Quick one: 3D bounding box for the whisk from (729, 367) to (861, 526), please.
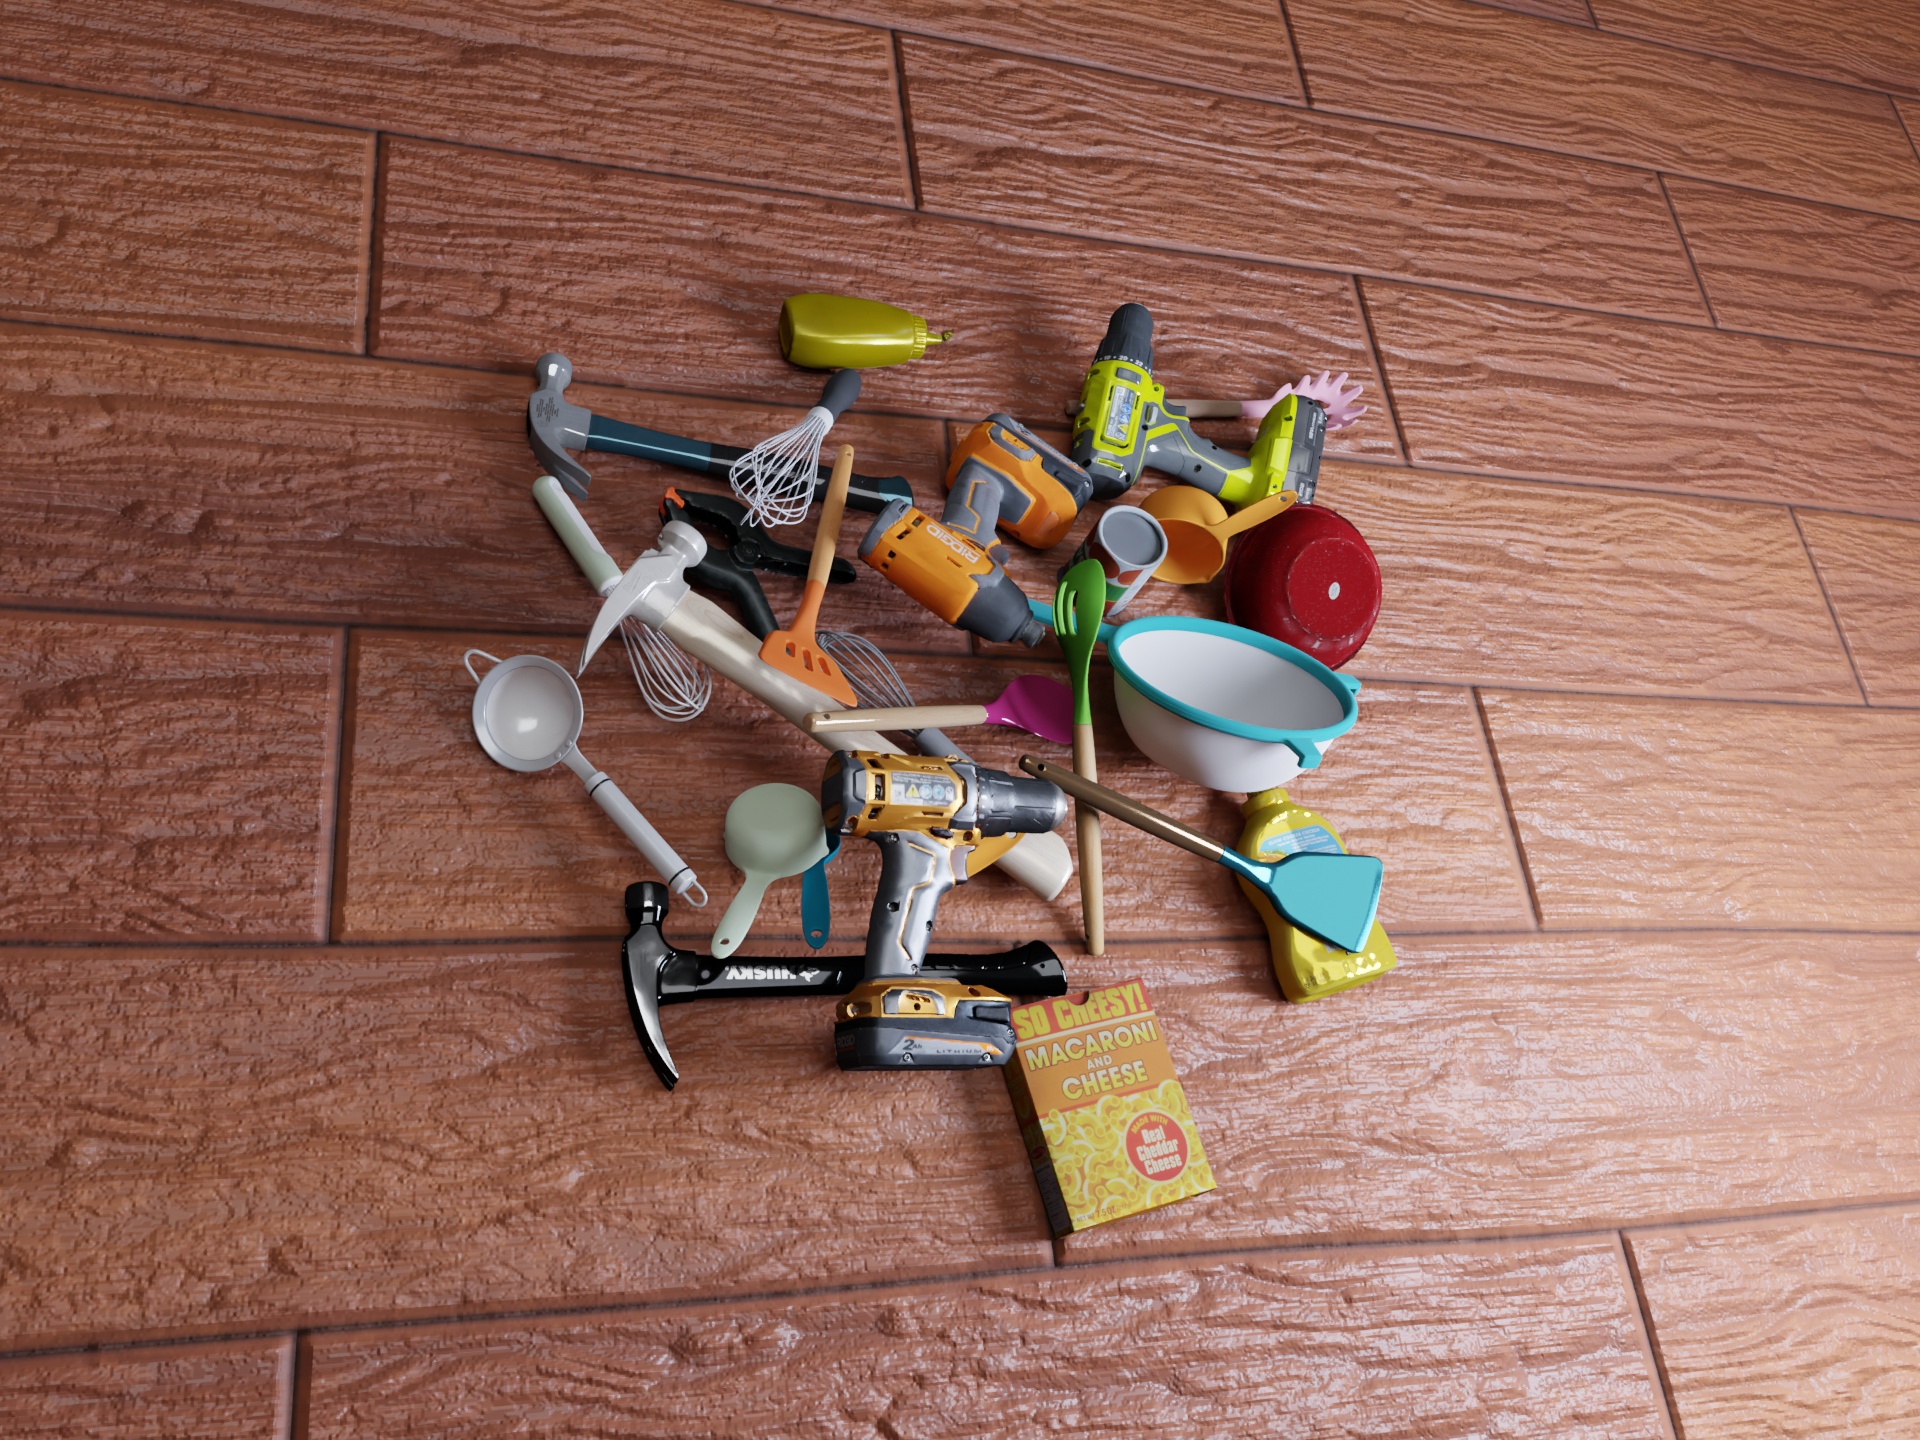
[{"bbox_3d":[-0.128,-0.236,1.326,0.070,0.070,0.285,28,34,-5],"label":"whisk"}]

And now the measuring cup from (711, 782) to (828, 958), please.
[{"bbox_3d":[-0.149,0.104,1.155,0.083,0.038,0.168,10,36,8],"label":"measuring cup"}]

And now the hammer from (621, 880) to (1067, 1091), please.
[{"bbox_3d":[-0.079,0.193,1.174,0.334,0.035,0.146,3,62,-19],"label":"hammer"}]

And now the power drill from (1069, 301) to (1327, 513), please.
[{"bbox_3d":[0.220,-0.278,1.488,0.228,0.080,0.191,17,72,-11],"label":"power drill"}]

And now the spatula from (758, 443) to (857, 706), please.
[{"bbox_3d":[-0.105,-0.125,1.245,0.081,0.041,0.323,27,41,-20],"label":"spatula"}]

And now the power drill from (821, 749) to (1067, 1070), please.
[{"bbox_3d":[-0.007,0.135,1.146,0.185,0.084,0.226,5,73,-23],"label":"power drill"}]

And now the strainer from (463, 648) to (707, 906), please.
[{"bbox_3d":[-0.271,0.042,1.164,0.087,0.050,0.258,-46,77,7],"label":"strainer"}]

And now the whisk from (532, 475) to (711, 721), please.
[{"bbox_3d":[-0.270,-0.100,1.252,0.059,0.057,0.246,-40,73,13],"label":"whisk"}]

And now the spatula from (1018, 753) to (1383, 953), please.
[{"bbox_3d":[0.187,0.091,1.247,0.317,0.044,0.082,25,72,-17],"label":"spatula"}]

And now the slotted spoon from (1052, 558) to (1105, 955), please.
[{"bbox_3d":[0.098,0.029,1.259,0.031,0.070,0.314,-3,89,-26],"label":"slotted spoon"}]

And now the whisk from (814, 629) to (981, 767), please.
[{"bbox_3d":[-0.032,0.013,1.282,0.239,0.055,0.055,44,58,0],"label":"whisk"}]

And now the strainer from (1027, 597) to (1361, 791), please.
[{"bbox_3d":[0.157,-0.023,1.343,0.340,0.095,0.211,20,27,16],"label":"strainer"}]

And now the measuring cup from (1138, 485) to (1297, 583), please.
[{"bbox_3d":[0.227,-0.182,1.404,0.095,0.173,0.052,38,49,-29],"label":"measuring cup"}]

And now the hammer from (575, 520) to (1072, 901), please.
[{"bbox_3d":[-0.092,0.019,1.214,0.410,0.038,0.146,36,59,-8],"label":"hammer"}]

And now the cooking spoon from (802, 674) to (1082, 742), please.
[{"bbox_3d":[-0.002,-0.004,1.249,0.318,0.017,0.069,-3,59,-48],"label":"cooking spoon"}]

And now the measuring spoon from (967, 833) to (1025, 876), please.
[{"bbox_3d":[0.002,0.109,1.210,0.117,0.011,0.021,-33,104,-9],"label":"measuring spoon"}]

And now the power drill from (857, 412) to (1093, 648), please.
[{"bbox_3d":[0.029,-0.154,1.336,0.164,0.084,0.227,36,41,1],"label":"power drill"}]

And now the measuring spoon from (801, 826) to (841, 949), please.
[{"bbox_3d":[-0.108,0.126,1.183,0.042,0.021,0.129,-1,40,-6],"label":"measuring spoon"}]

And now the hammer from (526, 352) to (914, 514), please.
[{"bbox_3d":[-0.199,-0.220,1.344,0.331,0.033,0.128,11,56,-15],"label":"hammer"}]

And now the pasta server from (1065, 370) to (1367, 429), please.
[{"bbox_3d":[0.251,-0.308,1.553,0.316,0.040,0.060,-4,76,-20],"label":"pasta server"}]
